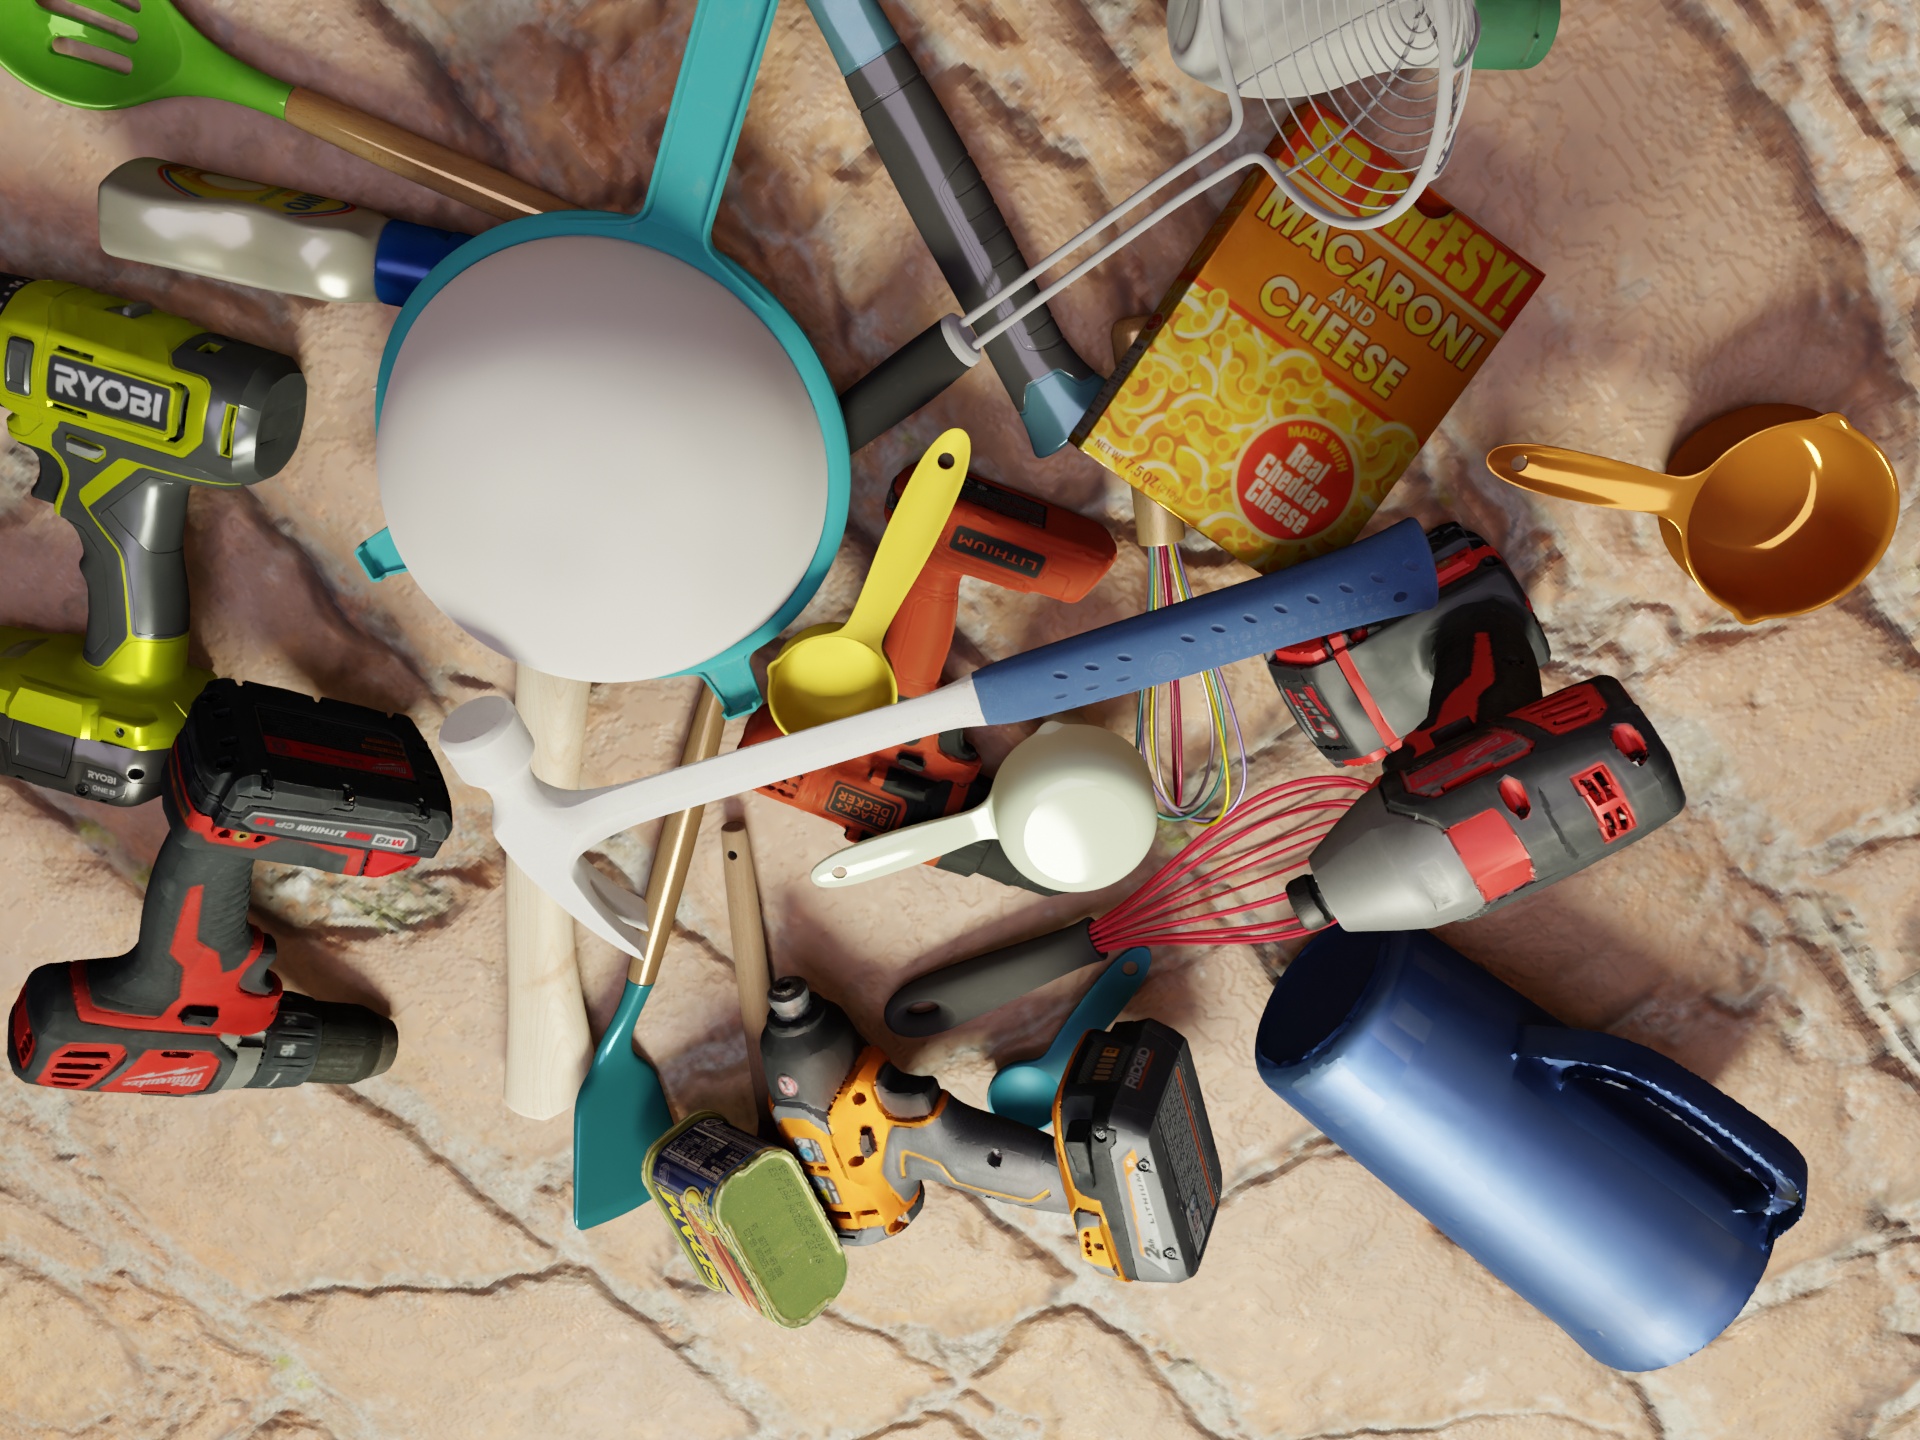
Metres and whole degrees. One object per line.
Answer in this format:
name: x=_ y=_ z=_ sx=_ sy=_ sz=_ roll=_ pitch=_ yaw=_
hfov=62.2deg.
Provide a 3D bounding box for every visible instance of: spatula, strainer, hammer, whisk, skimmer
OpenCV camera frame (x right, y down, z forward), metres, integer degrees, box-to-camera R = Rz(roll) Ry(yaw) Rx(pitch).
spatula: x=-0.152 y=0.117 z=0.827 sx=0.044 sy=0.082 sz=0.317 roll=29 pitch=113 yaw=29
spatula: x=-0.104 y=0.196 z=0.874 sx=0.060 sy=0.018 sz=0.315 roll=0 pitch=115 yaw=10
strainer: x=-0.134 y=-0.145 z=0.626 sx=0.211 sy=0.095 sz=0.340 roll=22 pitch=120 yaw=-4
hammer: x=-0.217 y=0.026 z=0.797 sx=0.146 sy=0.038 sz=0.410 roll=10 pitch=115 yaw=1
whisk: x=0.086 y=0.104 z=0.801 sx=0.296 sy=0.073 sz=0.073 roll=-25 pitch=110 yaw=21
skimmer: x=0.028 y=-0.176 z=0.602 sx=0.363 sy=0.090 sz=0.127 roll=-28 pitch=87 yaw=36
hammer: x=-0.028 y=-0.260 z=0.655 sx=0.128 sy=0.033 sz=0.330 roll=-26 pitch=110 yaw=14
whisk: x=0.092 y=-0.062 z=0.734 sx=0.051 sy=0.047 sz=0.244 roll=-12 pitch=109 yaw=-4
hammer: x=-0.001 y=-0.002 z=0.674 sx=0.405 sy=0.035 sz=0.143 roll=-17 pitch=129 yaw=5

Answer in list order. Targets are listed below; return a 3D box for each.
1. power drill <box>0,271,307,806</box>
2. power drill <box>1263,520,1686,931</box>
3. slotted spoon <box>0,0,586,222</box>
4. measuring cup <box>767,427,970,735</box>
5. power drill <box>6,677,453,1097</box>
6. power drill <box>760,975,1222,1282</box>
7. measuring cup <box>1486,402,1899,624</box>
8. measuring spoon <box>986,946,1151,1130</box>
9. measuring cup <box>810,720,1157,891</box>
power drill: x=-0.419 y=-0.090 z=0.739 sx=0.190 sy=0.080 sz=0.228 roll=17 pitch=112 yaw=-4
power drill: x=0.192 y=0.006 z=0.656 sx=0.143 sy=0.220 sz=0.078 roll=-30 pitch=109 yaw=16
slotted spoon: x=-0.261 y=-0.251 z=0.681 sx=0.313 sy=0.031 sz=0.070 roll=22 pitch=114 yaw=-8
measuring cup: x=-0.035 y=-0.058 z=0.692 sx=0.062 sy=0.029 sz=0.156 roll=24 pitch=106 yaw=-13
power drill: x=-0.336 y=0.101 z=0.790 sx=0.187 sy=0.080 sz=0.226 roll=17 pitch=117 yaw=-44
power drill: x=0.004 y=0.200 z=0.804 sx=0.226 sy=0.084 sz=0.164 roll=-2 pitch=122 yaw=27
measuring cup: x=0.310 y=-0.103 z=0.693 sx=0.173 sy=0.052 sz=0.095 roll=12 pitch=115 yaw=1
measuring spoon: x=0.061 y=0.167 z=0.854 sx=0.042 sy=0.021 sz=0.128 roll=35 pitch=103 yaw=-7
measuring cup: x=0.010 y=0.057 z=0.732 sx=0.167 sy=0.038 sz=0.083 roll=-17 pitch=117 yaw=4
